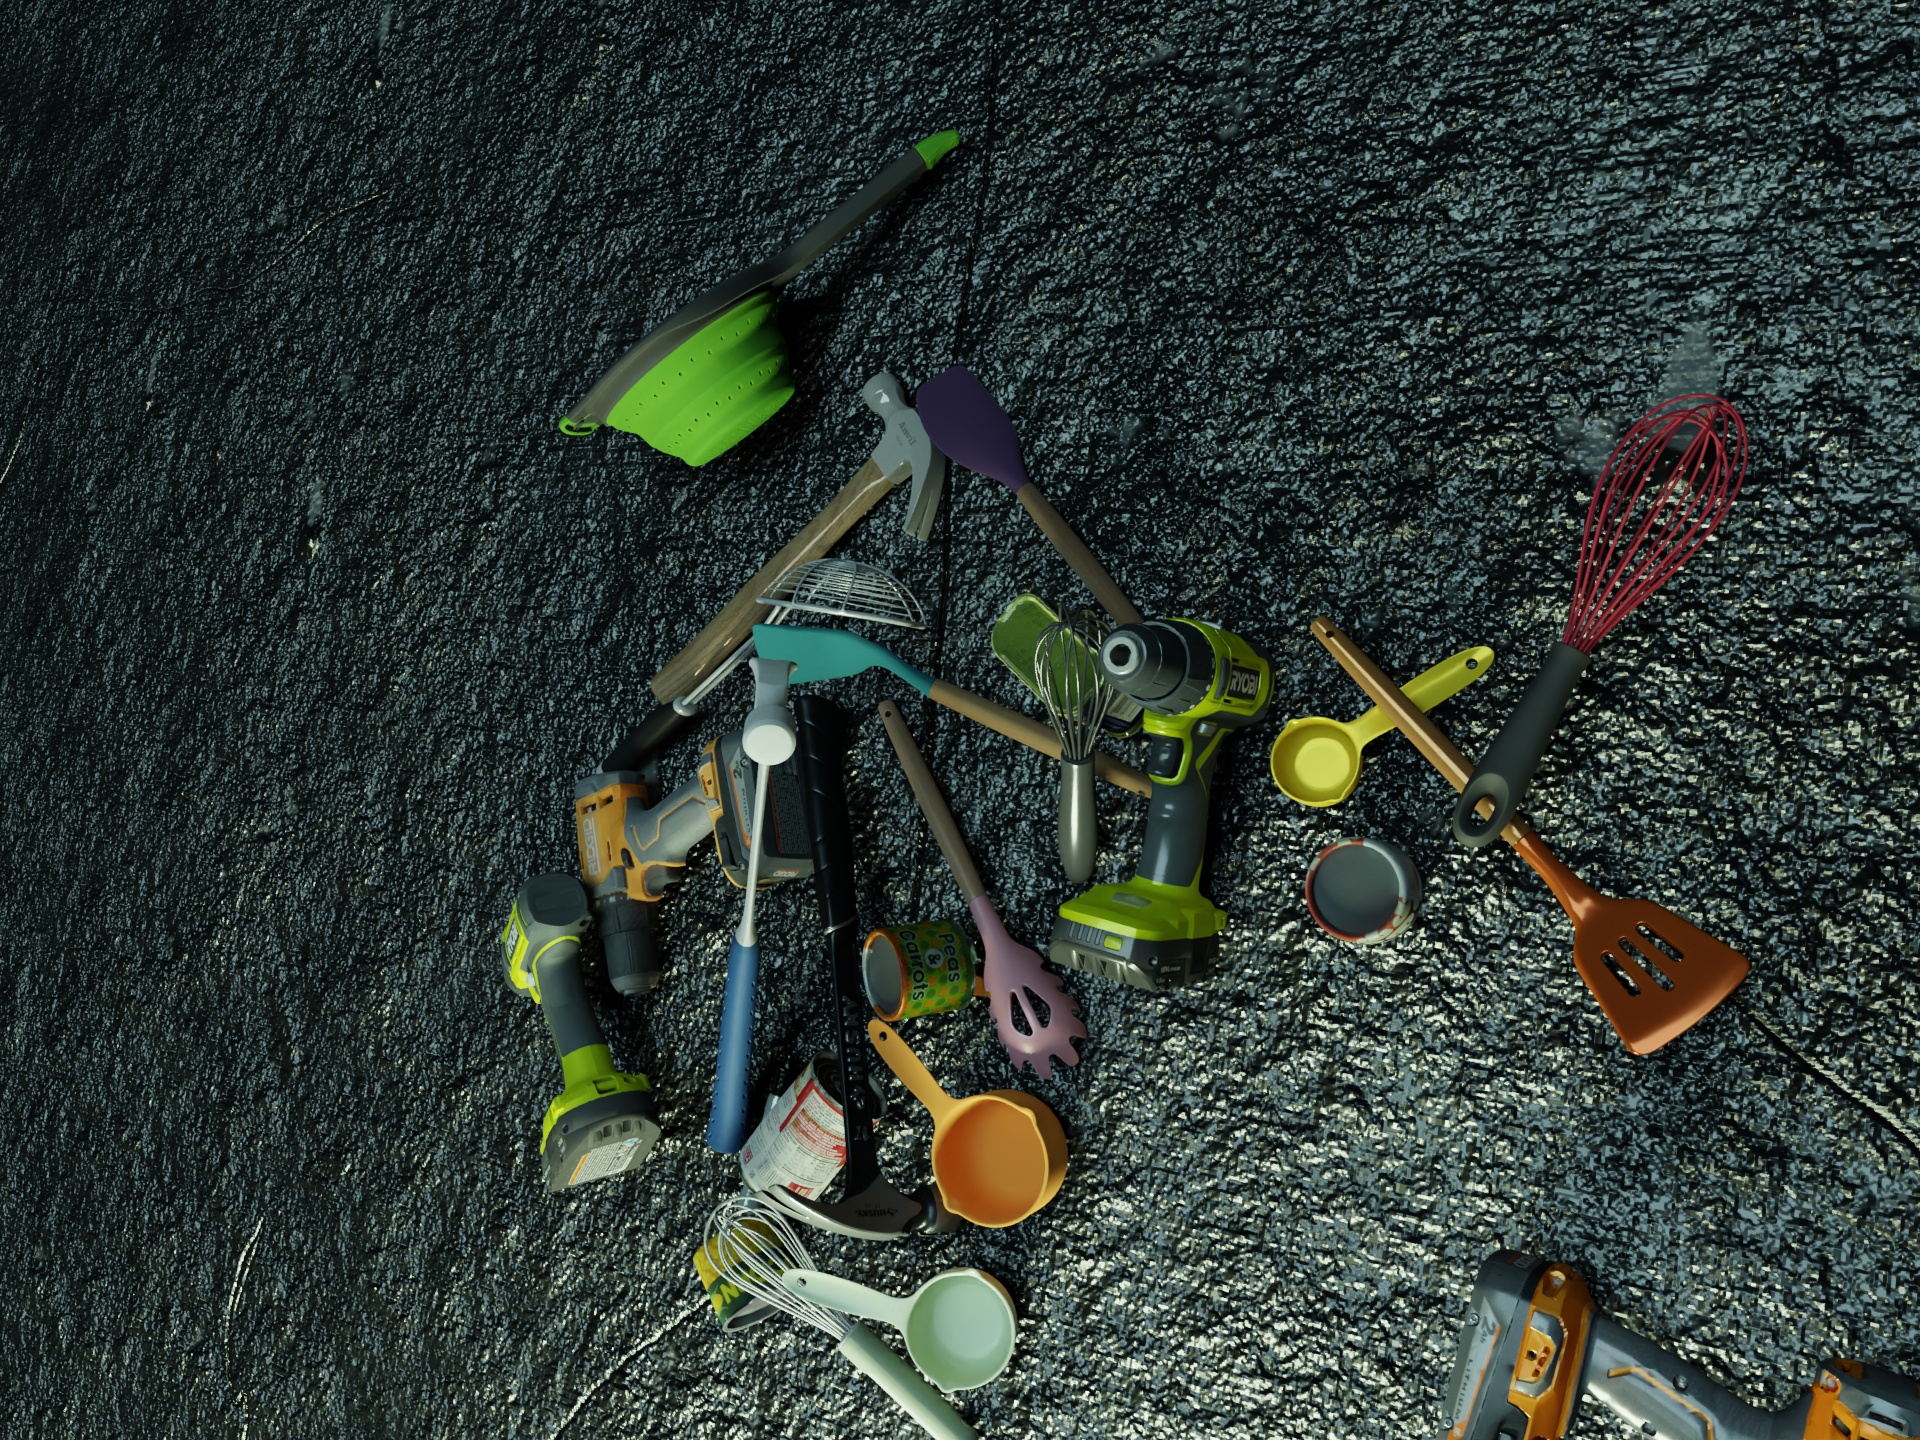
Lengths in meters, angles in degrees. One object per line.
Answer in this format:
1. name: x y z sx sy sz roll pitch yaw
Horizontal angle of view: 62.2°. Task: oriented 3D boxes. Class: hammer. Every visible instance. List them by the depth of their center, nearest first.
1. hammer: -0.152 0.143 1.150 0.144 0.035 0.405 -99 16 -61
2. hammer: -0.091 0.167 1.161 0.036 0.149 0.409 -36 53 45
3. hammer: -0.138 -0.124 1.296 0.331 0.031 0.130 -43 61 20

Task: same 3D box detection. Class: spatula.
1. spatula: 0.318 0.050 0.947 0.081 0.041 0.323 -42 67 8
2. spatula: -0.002 -0.004 1.138 0.317 0.082 0.044 24 64 18
3. spatula: 0.059 -0.152 1.175 0.060 0.018 0.316 -33 63 -6

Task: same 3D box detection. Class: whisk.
1. whisk: 0.365 -0.057 0.921 0.073 0.073 0.296 30 93 33
2. whisk: 0.075 0.021 1.045 0.055 0.055 0.238 30 141 33
3. whisk: -0.084 0.428 1.120 0.246 0.057 0.059 39 76 14

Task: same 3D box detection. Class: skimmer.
1. skimmer: -0.177 -0.018 1.269 0.363 0.127 0.090 -37 63 33

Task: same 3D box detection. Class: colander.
1. colander: -0.139 -0.324 1.295 0.397 0.204 0.094 -37 97 5

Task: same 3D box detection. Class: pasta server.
1. pasta server: 0.004 0.112 1.157 0.060 0.040 0.317 -27 59 1

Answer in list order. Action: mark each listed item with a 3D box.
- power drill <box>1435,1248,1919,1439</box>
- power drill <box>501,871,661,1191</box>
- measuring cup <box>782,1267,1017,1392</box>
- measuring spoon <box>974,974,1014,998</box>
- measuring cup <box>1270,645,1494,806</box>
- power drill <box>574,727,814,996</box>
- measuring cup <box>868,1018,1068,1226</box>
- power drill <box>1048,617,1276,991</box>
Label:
1. power drill: 0.376 0.391 0.836 0.227 0.084 0.164 14 89 30
2. power drill: -0.321 0.257 1.299 0.223 0.080 0.171 67 148 24
3. measuring cup: -0.041 0.405 1.099 0.167 0.038 0.083 12 84 13
4. measuring spoon: -0.007 0.189 1.167 0.117 0.011 0.021 7 86 38
5. measuring cup: 0.271 0.001 1.014 0.156 0.029 0.062 -33 67 11
6. power drill: -0.219 0.113 1.279 0.226 0.084 0.185 -19 73 33
7. measuring cup: 0.003 0.270 1.108 0.174 0.052 0.095 45 106 24
8. power drill: 0.124 0.047 1.000 0.080 0.190 0.228 12 93 30
